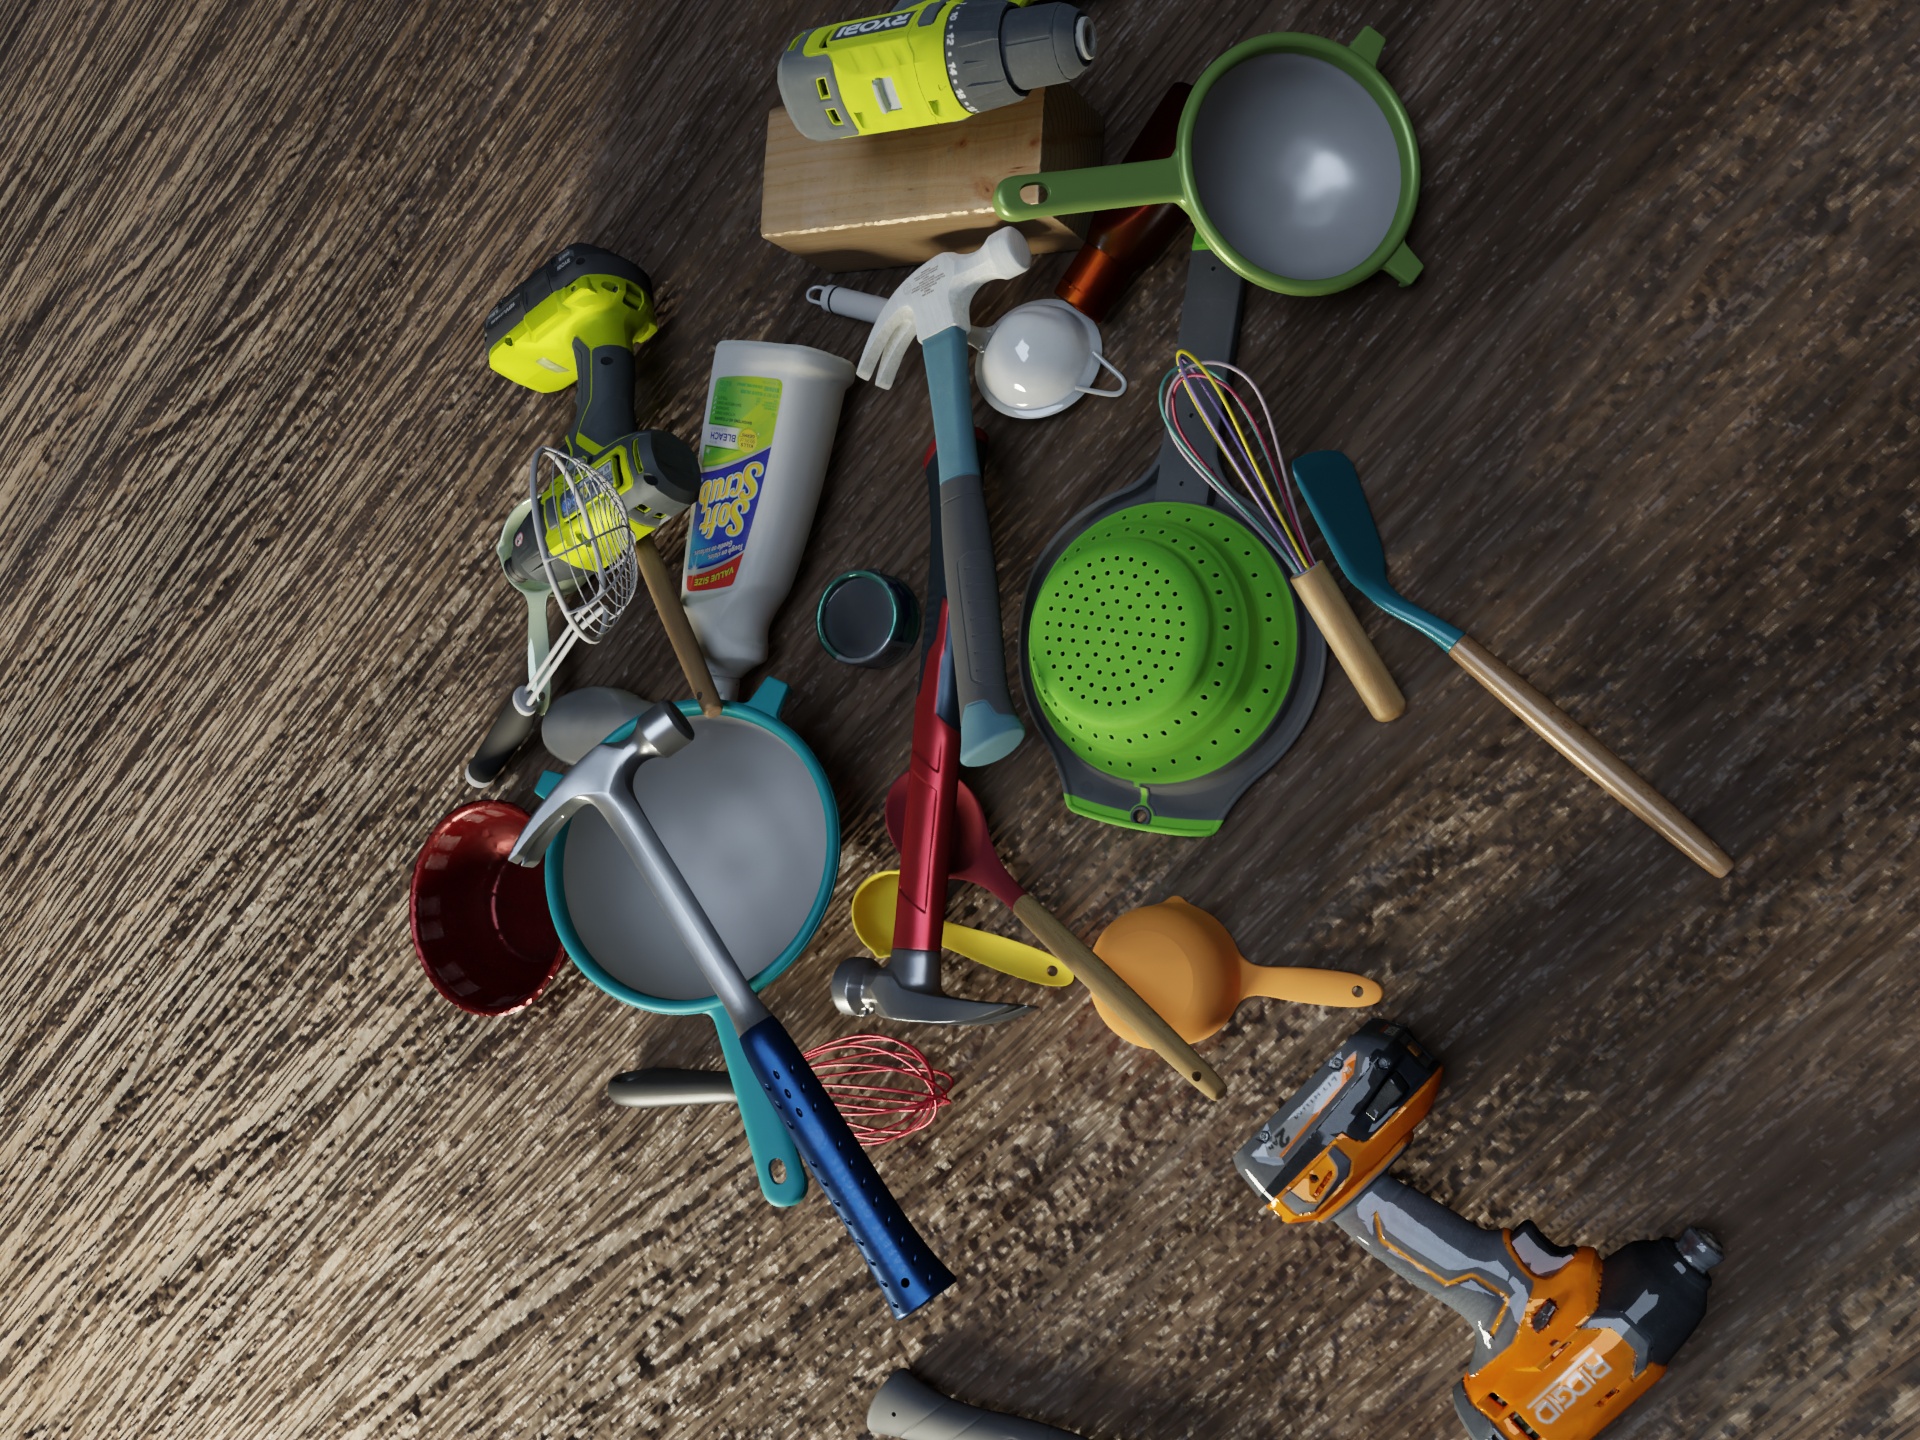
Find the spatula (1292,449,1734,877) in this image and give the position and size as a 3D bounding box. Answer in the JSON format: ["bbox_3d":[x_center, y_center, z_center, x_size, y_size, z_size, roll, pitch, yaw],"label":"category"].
[{"bbox_3d":[0.302,-0.033,0.881,0.318,0.082,0.044,45,122,17],"label":"spatula"}]

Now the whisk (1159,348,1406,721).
[{"bbox_3d":[0.186,-0.104,0.904,0.245,0.051,0.047,57,148,-7],"label":"whisk"}]

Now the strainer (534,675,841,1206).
[{"bbox_3d":[-0.148,0.154,1.067,0.211,0.095,0.341,-22,72,9],"label":"strainer"}]

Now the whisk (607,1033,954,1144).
[{"bbox_3d":[-0.132,0.251,1.088,0.296,0.073,0.073,-8,83,32],"label":"whisk"}]

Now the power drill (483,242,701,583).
[{"bbox_3d":[-0.278,-0.216,1.155,0.171,0.080,0.223,-27,62,28],"label":"power drill"}]

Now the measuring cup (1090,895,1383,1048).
[{"bbox_3d":[0.158,0.155,0.942,0.174,0.052,0.095,1,87,30],"label":"measuring cup"}]

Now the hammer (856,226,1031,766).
[{"bbox_3d":[0.002,-0.136,0.990,0.128,0.033,0.331,-17,72,34],"label":"hammer"}]

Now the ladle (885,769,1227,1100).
[{"bbox_3d":[0.053,0.126,0.972,0.316,0.031,0.069,41,108,41],"label":"ladle"}]

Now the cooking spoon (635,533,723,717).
[{"bbox_3d":[-0.225,-0.121,1.141,0.068,0.017,0.319,-45,52,23],"label":"cooking spoon"}]

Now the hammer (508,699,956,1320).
[{"bbox_3d":[-0.136,0.185,0.986,0.144,0.035,0.406,-37,72,3],"label":"hammer"}]

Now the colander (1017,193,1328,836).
[{"bbox_3d":[0.121,-0.130,0.956,0.204,0.094,0.397,9,91,28],"label":"colander"}]

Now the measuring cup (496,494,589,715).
[{"bbox_3d":[-0.311,-0.087,1.215,0.083,0.038,0.167,-2,88,28],"label":"measuring cup"}]

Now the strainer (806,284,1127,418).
[{"bbox_3d":[-0.007,-0.262,1.065,0.259,0.050,0.087,22,81,30],"label":"strainer"}]

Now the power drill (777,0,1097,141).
[{"bbox_3d":[0.014,-0.440,0.971,0.190,0.080,0.229,2,48,27],"label":"power drill"}]

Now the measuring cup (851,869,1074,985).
[{"bbox_3d":[0.004,0.142,1.046,0.156,0.029,0.062,18,96,16],"label":"measuring cup"}]

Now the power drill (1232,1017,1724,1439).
[{"bbox_3d":[0.279,0.270,0.858,0.227,0.084,0.164,45,106,18],"label":"power drill"}]

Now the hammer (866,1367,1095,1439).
[{"bbox_3d":[0.123,0.464,0.952,0.409,0.036,0.149,3,89,28],"label":"hammer"}]

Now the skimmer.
[{"bbox_3d":[-0.312,-0.048,1.108,0.363,0.090,0.127,-44,49,45],"label":"skimmer"}]

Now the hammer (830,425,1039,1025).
[{"bbox_3d":[-0.002,-0.003,1.011,0.143,0.038,0.386,-3,77,39],"label":"hammer"}]

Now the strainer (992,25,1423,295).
[{"bbox_3d":[0.137,-0.308,0.924,0.256,0.069,0.151,-10,91,-12],"label":"strainer"}]
